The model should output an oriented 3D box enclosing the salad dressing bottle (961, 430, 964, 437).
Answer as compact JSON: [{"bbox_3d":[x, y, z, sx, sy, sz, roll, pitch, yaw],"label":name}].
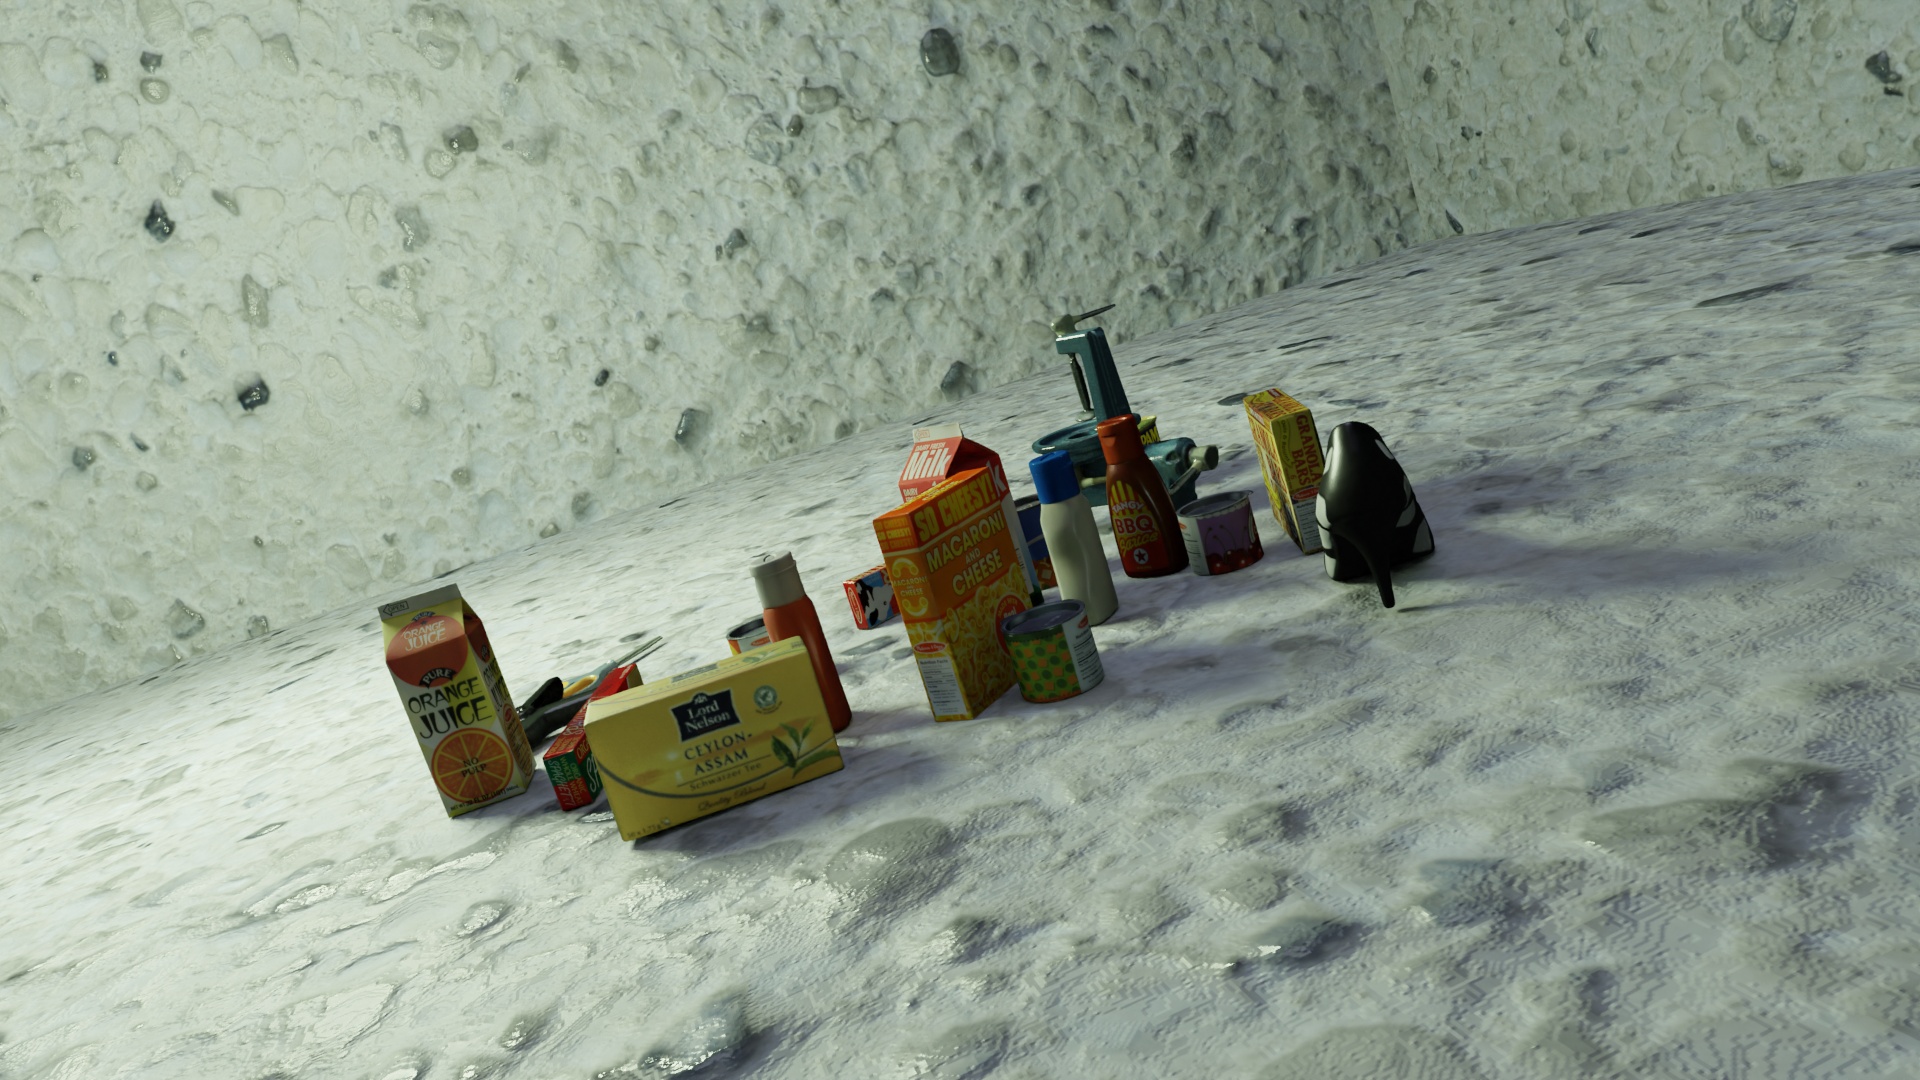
[{"bbox_3d":[0.005,-0.050,1.564,0.044,0.147,0.064,-13,12,23],"label":"salad dressing bottle"}]

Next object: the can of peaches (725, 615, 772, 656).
[{"bbox_3d":[-0.182,0.106,1.322,0.071,0.058,0.071,-17,11,3],"label":"can of peaches"}]

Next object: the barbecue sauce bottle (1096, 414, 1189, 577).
[{"bbox_3d":[0.163,-0.041,1.282,0.065,0.148,0.044,-7,15,43],"label":"barbecue sauce bottle"}]

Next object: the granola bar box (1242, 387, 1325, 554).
[{"bbox_3d":[0.301,-0.067,1.262,0.039,0.124,0.166,-16,11,7],"label":"granola bar box"}]

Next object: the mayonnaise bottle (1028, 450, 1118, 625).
[{"bbox_3d":[0.096,-0.003,1.198,0.041,0.147,0.065,-12,12,26],"label":"mayonnaise bottle"}]

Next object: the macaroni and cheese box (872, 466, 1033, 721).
[{"bbox_3d":[0.001,0.040,1.087,0.040,0.166,0.124,-10,13,35],"label":"macaroni and cheese box"}]

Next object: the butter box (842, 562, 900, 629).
[{"bbox_3d":[-0.071,0.049,1.444,0.104,0.053,0.024,-26,14,-39],"label":"butter box"}]

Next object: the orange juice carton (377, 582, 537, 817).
[{"bbox_3d":[-0.446,0.136,1.228,0.072,0.192,0.073,-19,11,-6],"label":"orange juice carton"}]

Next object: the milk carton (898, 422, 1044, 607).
[{"bbox_3d":[0.005,-0.016,1.292,0.074,0.190,0.072,-26,14,-38],"label":"milk carton"}]

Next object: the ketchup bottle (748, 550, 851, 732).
[{"bbox_3d":[-0.130,0.083,1.125,0.043,0.148,0.065,-18,11,-5],"label":"ketchup bottle"}]

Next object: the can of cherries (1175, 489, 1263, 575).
[{"bbox_3d":[0.235,-0.007,1.243,0.071,0.058,0.071,-17,11,3],"label":"can of cherries"}]

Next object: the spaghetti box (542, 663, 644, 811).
[{"bbox_3d":[-0.320,0.170,1.242,0.029,0.050,0.250,-17,11,2],"label":"spaghetti box"}]

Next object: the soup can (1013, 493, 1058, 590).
[{"bbox_3d":[0.072,0.002,1.378,0.071,0.083,0.071,-17,11,3],"label":"soup can"}]

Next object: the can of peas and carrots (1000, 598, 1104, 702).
[{"bbox_3d":[0.068,0.084,1.052,0.071,0.058,0.071,-17,11,3],"label":"can of peas and carrots"}]
